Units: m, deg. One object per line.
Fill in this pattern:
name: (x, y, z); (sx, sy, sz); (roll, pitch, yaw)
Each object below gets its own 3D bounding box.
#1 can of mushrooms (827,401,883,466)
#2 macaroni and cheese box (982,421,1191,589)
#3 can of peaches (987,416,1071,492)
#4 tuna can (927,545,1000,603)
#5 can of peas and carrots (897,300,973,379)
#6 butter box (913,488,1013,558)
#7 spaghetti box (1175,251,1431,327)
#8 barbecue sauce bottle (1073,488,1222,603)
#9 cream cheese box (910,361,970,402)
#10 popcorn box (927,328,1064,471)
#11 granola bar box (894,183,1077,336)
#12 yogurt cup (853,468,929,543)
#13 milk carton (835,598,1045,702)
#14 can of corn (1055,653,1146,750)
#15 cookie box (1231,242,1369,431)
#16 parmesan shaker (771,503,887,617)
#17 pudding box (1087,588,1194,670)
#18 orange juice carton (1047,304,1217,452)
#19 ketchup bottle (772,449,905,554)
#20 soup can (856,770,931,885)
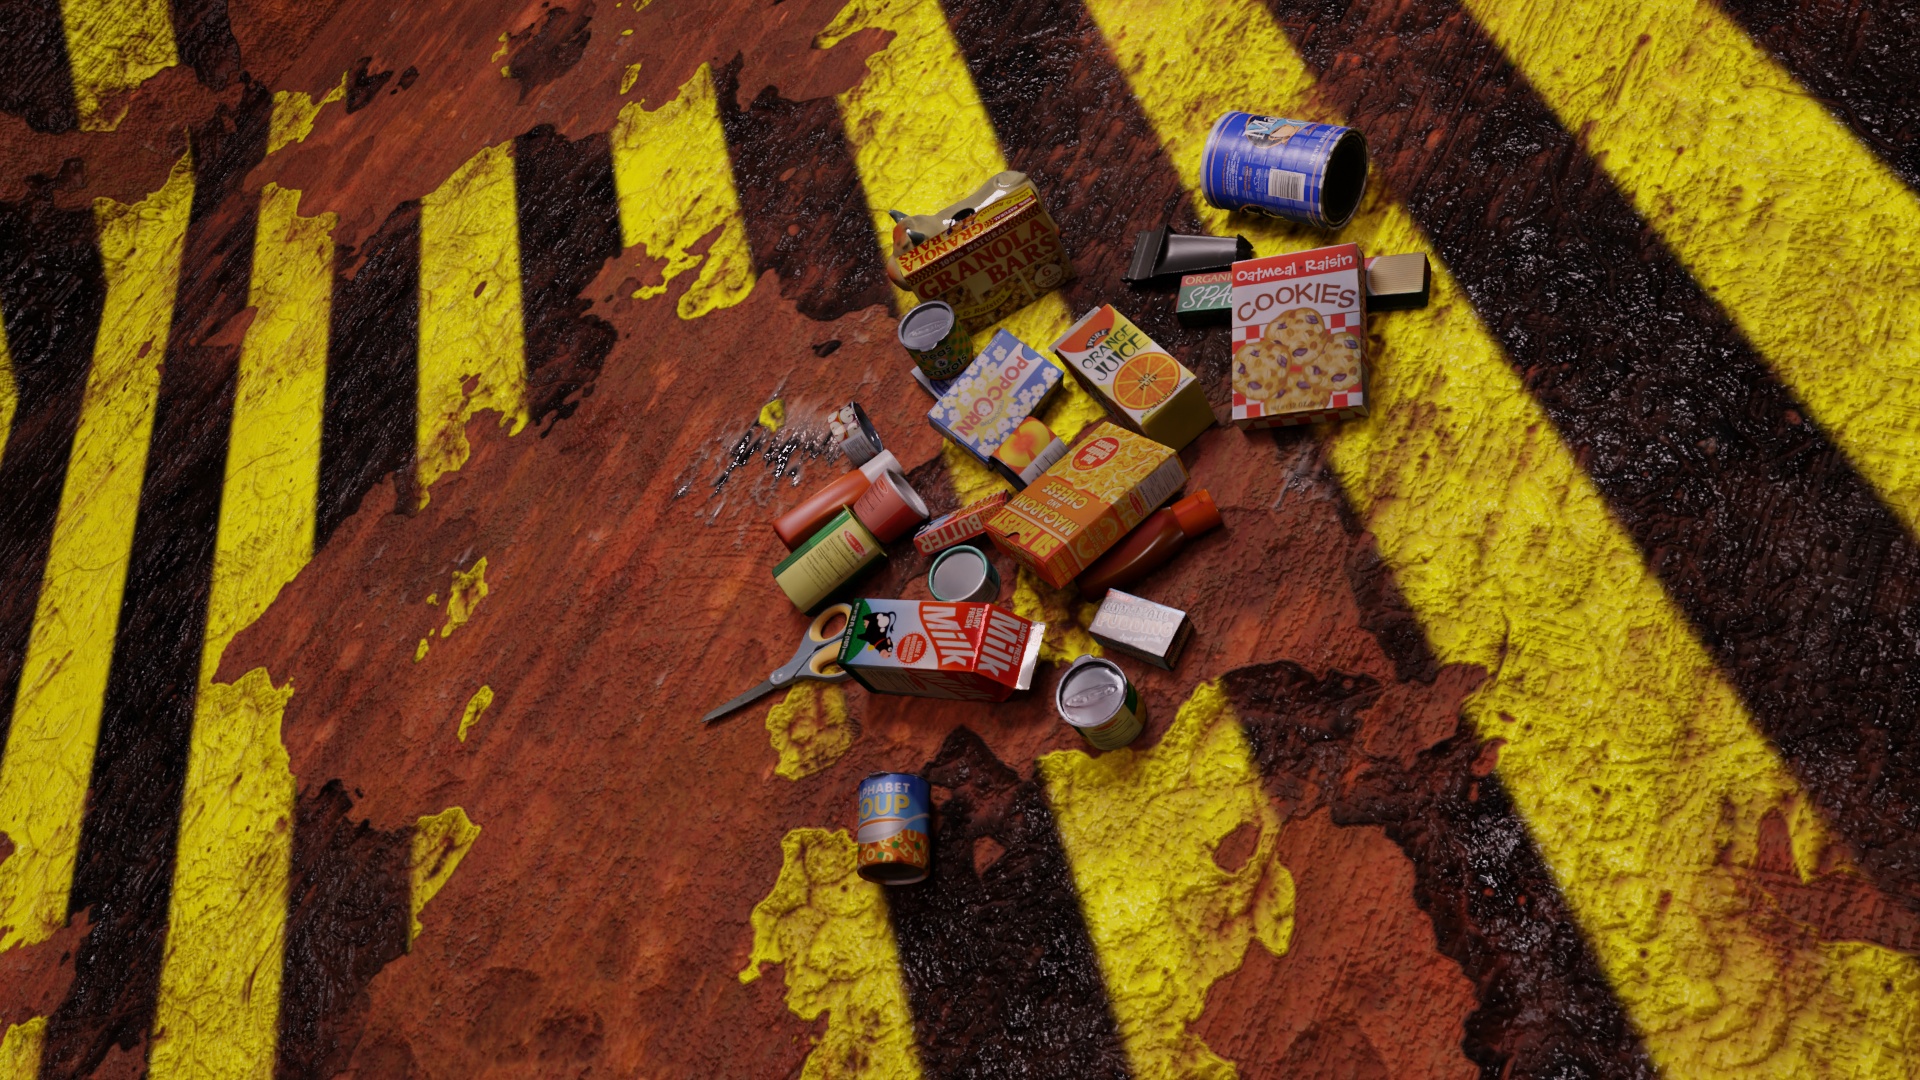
can of mushrooms: (-0.115, -0.118, 1.521); (0.033, 0.071, 0.071); (-30, 51, 10)
macaroni and cheese box: (0.118, -0.037, 1.327); (0.167, 0.040, 0.124); (-39, 30, -11)
can of peaches: (0.070, -0.084, 1.402); (0.058, 0.071, 0.071); (-46, 51, -6)
tuna can: (0.002, 0.039, 1.381); (0.071, 0.032, 0.071); (-13, 56, 20)
can of peas and carrots: (-0.026, -0.215, 1.509); (0.071, 0.058, 0.071); (-13, 55, 19)
butter box: (0.005, -0.018, 1.404); (0.103, 0.024, 0.053); (-24, 11, 13)
spaghetti box: (0.339, -0.250, 1.393); (0.250, 0.028, 0.050); (-1, 61, 27)
barbecue sauce bottle: (0.173, 0.000, 1.310); (0.148, 0.043, 0.065); (-28, 46, 8)
cream cheese box: (-0.006, -0.170, 1.525); (0.053, 0.024, 0.104); (-41, 51, -3)
popcorn box: (0.038, -0.147, 1.459); (0.085, 0.038, 0.127); (38, 81, 15)
granola bar box: (0.030, -0.300, 1.525); (0.165, 0.124, 0.039); (-28, 50, 9)
yogurt cup: (-0.074, -0.033, 1.448); (0.054, 0.072, 0.072); (-41, 50, 9)
milk carton: (-0.014, 0.105, 1.320); (0.190, 0.073, 0.072); (1, 61, 28)
can of corn: (0.125, 0.144, 1.233); (0.071, 0.058, 0.071); (-13, 55, 20)
cookie box: (0.326, -0.195, 1.335); (0.123, 0.040, 0.168); (-5, 72, 25)
parmesan shaker: (-0.138, 0.021, 1.442); (0.103, 0.071, 0.071); (-39, 50, 1)
pudding box: (0.165, 0.080, 1.271); (0.084, 0.030, 0.050); (19, 69, 35)
orange juice carton: (0.165, -0.170, 1.404); (0.072, 0.073, 0.193); (-40, 50, 0)
ketchup bottle: (-0.128, -0.040, 1.484); (0.149, 0.064, 0.043); (-36, 71, -9)
soup can: (-0.061, 0.258, 1.248); (0.071, 0.071, 0.084); (-13, 55, 20)
